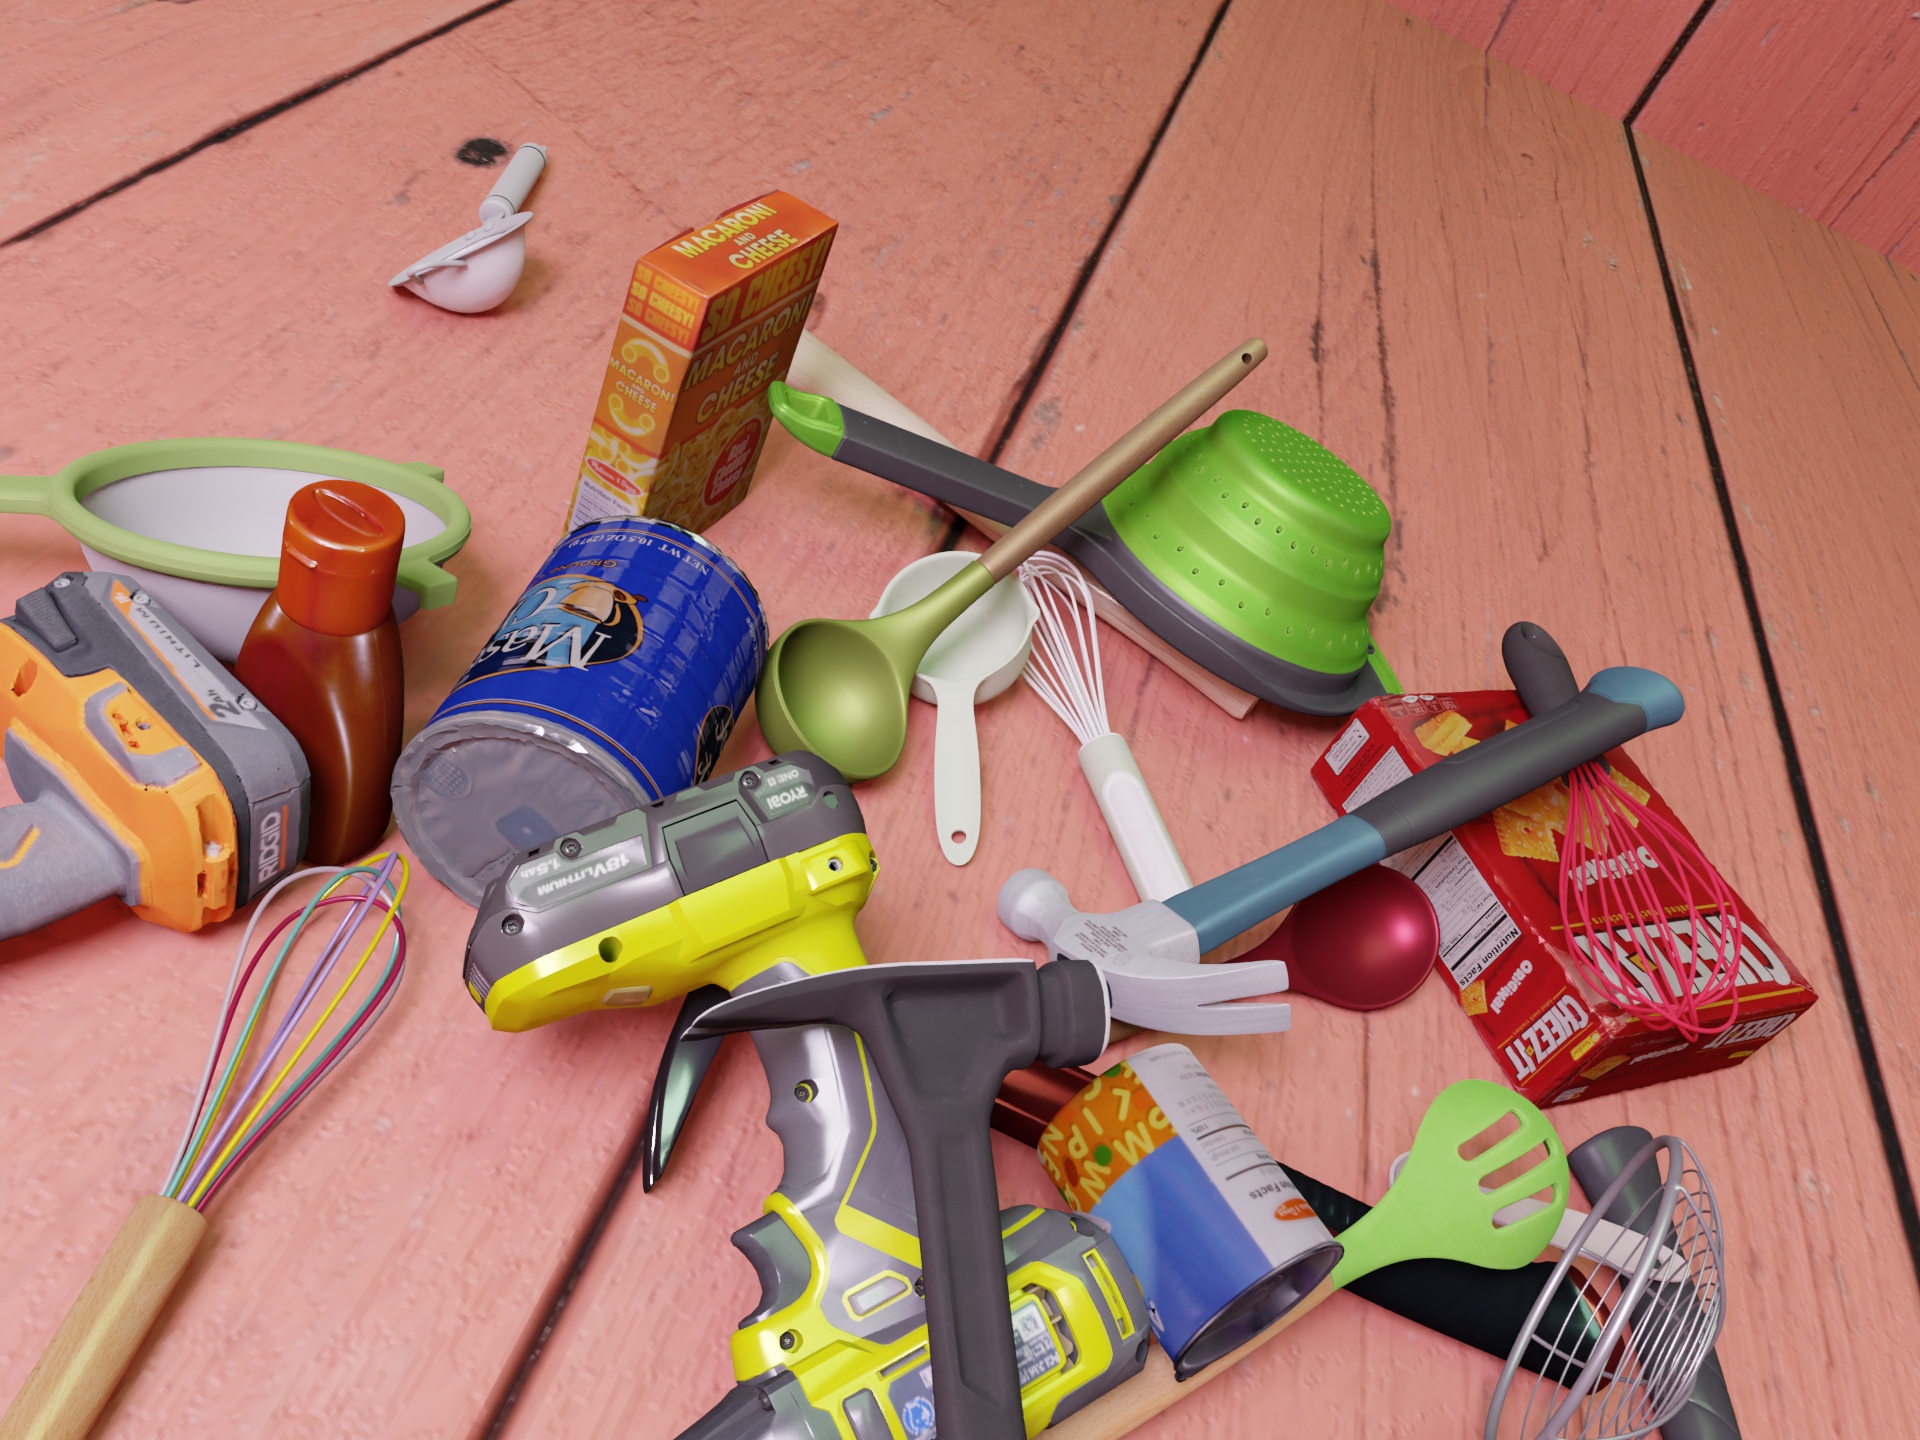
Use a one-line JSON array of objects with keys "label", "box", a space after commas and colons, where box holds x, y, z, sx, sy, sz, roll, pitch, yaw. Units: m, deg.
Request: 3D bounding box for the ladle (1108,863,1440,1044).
[{"label": "ladle", "box": [0.093, 0.121, 0.685, 0.315, 0.031, 0.069, -11, 77, -34]}]

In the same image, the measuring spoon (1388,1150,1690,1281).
[{"label": "measuring spoon", "box": [0.237, 0.211, 0.659, 0.124, 0.018, 0.034, 17, 39, 9]}]

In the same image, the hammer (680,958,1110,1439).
[{"label": "hammer", "box": [0.002, 0.230, 0.417, 0.127, 0.034, 0.337, 0, 68, -21]}]

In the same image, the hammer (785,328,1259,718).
[{"label": "hammer", "box": [-0.003, -0.130, 0.899, 0.411, 0.038, 0.146, 37, 41, 11]}]

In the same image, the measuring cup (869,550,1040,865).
[{"label": "measuring cup", "box": [-0.001, -0.002, 0.763, 0.083, 0.038, 0.168, -2, 62, 2]}]

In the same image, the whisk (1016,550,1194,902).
[{"label": "whisk", "box": [0.067, 0.007, 0.782, 0.058, 0.059, 0.247, -22, 57, 0]}]

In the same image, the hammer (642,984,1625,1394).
[{"label": "hammer", "box": [0.076, 0.179, 0.594, 0.386, 0.038, 0.143, 27, 57, -7]}]

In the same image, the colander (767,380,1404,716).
[{"label": "colander", "box": [0.095, -0.125, 0.832, 0.396, 0.094, 0.205, 18, 33, -26]}]

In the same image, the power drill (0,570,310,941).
[{"label": "power drill", "box": [-0.342, 0.038, 0.489, 0.164, 0.084, 0.226, 39, 44, 15]}]

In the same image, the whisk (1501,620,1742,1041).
[{"label": "whisk", "box": [0.306, 0.037, 0.767, 0.073, 0.073, 0.296, 19, 35, -11]}]

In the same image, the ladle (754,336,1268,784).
[{"label": "ladle", "box": [0.035, -0.086, 0.742, 0.320, 0.062, 0.078, -40, 102, -14]}]

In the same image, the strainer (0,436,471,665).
[{"label": "strainer", "box": [-0.323, -0.060, 0.610, 0.256, 0.069, 0.152, 1, 25, -21]}]

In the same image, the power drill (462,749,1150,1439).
[{"label": "power drill", "box": [-0.061, 0.137, 0.496, 0.171, 0.080, 0.223, -21, 77, -26]}]

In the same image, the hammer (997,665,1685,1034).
[{"label": "hammer", "box": [0.187, 0.045, 0.701, 0.331, 0.033, 0.128, -23, 31, -21]}]

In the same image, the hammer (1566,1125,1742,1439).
[{"label": "hammer", "box": [0.292, 0.324, 0.574, 0.149, 0.036, 0.409, 19, 40, -13]}]

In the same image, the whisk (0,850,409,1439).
[{"label": "whisk", "box": [-0.230, 0.132, 0.486, 0.047, 0.051, 0.245, 7, 43, 8]}]

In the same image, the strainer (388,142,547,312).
[{"label": "strainer", "box": [-0.267, -0.288, 0.917, 0.087, 0.050, 0.259, -18, 35, 13]}]

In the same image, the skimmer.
[{"label": "skimmer", "box": [0.091, 0.219, 0.506, 0.363, 0.127, 0.090, -9, 51, -16]}]

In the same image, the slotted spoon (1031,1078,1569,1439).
[{"label": "slotted spoon", "box": [0.108, 0.207, 0.556, 0.313, 0.031, 0.070, -20, 78, -27]}]
